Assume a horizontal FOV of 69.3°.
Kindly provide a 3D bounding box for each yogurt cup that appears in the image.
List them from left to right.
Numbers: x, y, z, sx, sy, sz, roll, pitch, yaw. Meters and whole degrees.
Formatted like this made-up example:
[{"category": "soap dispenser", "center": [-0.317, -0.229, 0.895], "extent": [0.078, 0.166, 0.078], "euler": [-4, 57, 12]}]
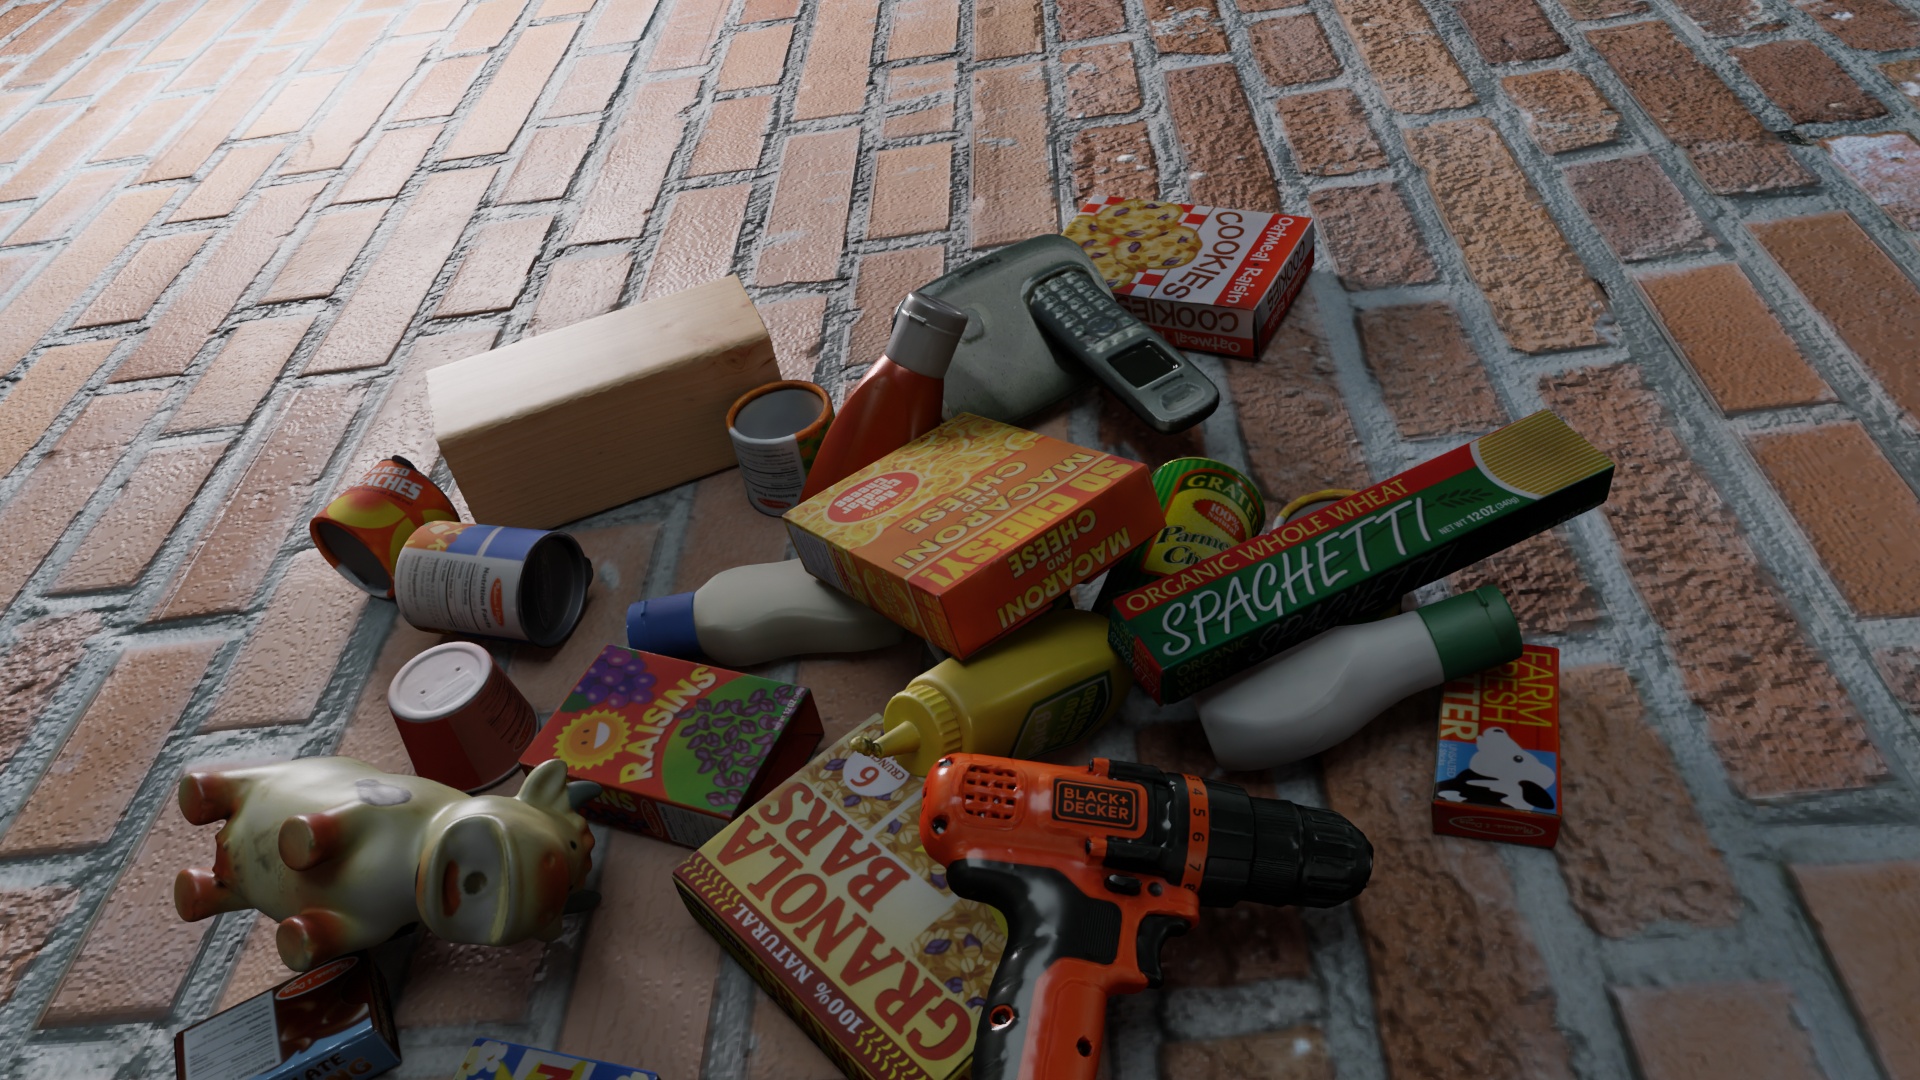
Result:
[{"category": "yogurt cup", "center": [-0.261, 0.090, 0.725], "extent": [0.072, 0.053, 0.073], "euler": [-6, 42, 5]}]

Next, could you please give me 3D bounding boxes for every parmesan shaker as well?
[{"category": "parmesan shaker", "center": [0.116, 0.016, 0.721], "extent": [0.071, 0.071, 0.103], "euler": [9, 45, 22]}]

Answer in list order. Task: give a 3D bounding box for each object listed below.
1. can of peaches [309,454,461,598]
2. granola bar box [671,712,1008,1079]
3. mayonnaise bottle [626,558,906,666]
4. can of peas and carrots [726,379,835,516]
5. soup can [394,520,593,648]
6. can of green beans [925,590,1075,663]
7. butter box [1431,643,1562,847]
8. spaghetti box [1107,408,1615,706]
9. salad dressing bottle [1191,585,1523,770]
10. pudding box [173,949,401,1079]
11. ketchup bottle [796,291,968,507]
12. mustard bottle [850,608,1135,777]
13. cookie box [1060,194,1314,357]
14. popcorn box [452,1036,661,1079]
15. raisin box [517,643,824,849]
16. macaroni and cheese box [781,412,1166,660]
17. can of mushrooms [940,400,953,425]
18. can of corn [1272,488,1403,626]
[{"category": "can of peaches", "center": [-0.350, -0.009, 0.843], "extent": [0.071, 0.071, 0.058], "euler": [14, 48, 26]}, {"category": "granola bar box", "center": [-0.027, 0.161, 0.604], "extent": [0.125, 0.038, 0.166], "euler": [-36, 47, -27]}, {"category": "mayonnaise bottle", "center": [-0.105, 0.039, 0.760], "extent": [0.148, 0.041, 0.065], "euler": [-10, 40, 3]}, {"category": "can of peas and carrots", "center": [-0.105, -0.059, 0.857], "extent": [0.071, 0.058, 0.071], "euler": [-6, 41, 5]}, {"category": "soup can", "center": [-0.266, 0.024, 0.794], "extent": [0.084, 0.071, 0.072], "euler": [5, 43, 18]}, {"category": "can of green beans", "center": [0.018, 0.039, 0.713], "extent": [0.058, 0.071, 0.071], "euler": [-32, 45, -22]}, {"category": "butter box", "center": [0.246, 0.089, 0.637], "extent": [0.053, 0.024, 0.104], "euler": [5, 43, 19]}, {"category": "spaghetti box", "center": [0.189, 0.005, 0.652], "extent": [0.251, 0.028, 0.050], "euler": [-23, 46, -12]}, {"category": "salad dressing bottle", "center": [0.183, 0.062, 0.647], "extent": [0.147, 0.043, 0.064], "euler": [-20, 33, 7]}, {"category": "pudding box", "center": [-0.291, 0.220, 0.601], "extent": [0.084, 0.030, 0.050], "euler": [-25, 42, -16]}, {"category": "ketchup bottle", "center": [-0.040, -0.066, 0.786], "extent": [0.065, 0.148, 0.043], "euler": [31, 18, 21]}, {"category": "mustard bottle", "center": [0.014, 0.077, 0.638], "extent": [0.161, 0.065, 0.049], "euler": [-15, 45, -42]}, {"category": "cookie box", "center": [0.146, -0.186, 0.962], "extent": [0.167, 0.040, 0.123], "euler": [13, 46, 27]}, {"category": "popcorn box", "center": [-0.172, 0.259, 0.525], "extent": [0.085, 0.038, 0.127], "euler": [5, 43, 16]}, {"category": "raisin box", "center": [-0.143, 0.104, 0.695], "extent": [0.123, 0.039, 0.086], "euler": [10, 46, 20]}, {"category": "macaroni and cheese box", "center": [0.002, -0.009, 0.692], "extent": [0.124, 0.040, 0.166], "euler": [-31, 27, -21]}, {"category": "can of mushrooms", "center": [-0.037, -0.063, 0.843], "extent": [0.071, 0.070, 0.034], "euler": [3, 41, 16]}, {"category": "can of corn", "center": [0.194, 0.015, 0.708], "extent": [0.071, 0.058, 0.071], "euler": [-6, 41, 6]}]
